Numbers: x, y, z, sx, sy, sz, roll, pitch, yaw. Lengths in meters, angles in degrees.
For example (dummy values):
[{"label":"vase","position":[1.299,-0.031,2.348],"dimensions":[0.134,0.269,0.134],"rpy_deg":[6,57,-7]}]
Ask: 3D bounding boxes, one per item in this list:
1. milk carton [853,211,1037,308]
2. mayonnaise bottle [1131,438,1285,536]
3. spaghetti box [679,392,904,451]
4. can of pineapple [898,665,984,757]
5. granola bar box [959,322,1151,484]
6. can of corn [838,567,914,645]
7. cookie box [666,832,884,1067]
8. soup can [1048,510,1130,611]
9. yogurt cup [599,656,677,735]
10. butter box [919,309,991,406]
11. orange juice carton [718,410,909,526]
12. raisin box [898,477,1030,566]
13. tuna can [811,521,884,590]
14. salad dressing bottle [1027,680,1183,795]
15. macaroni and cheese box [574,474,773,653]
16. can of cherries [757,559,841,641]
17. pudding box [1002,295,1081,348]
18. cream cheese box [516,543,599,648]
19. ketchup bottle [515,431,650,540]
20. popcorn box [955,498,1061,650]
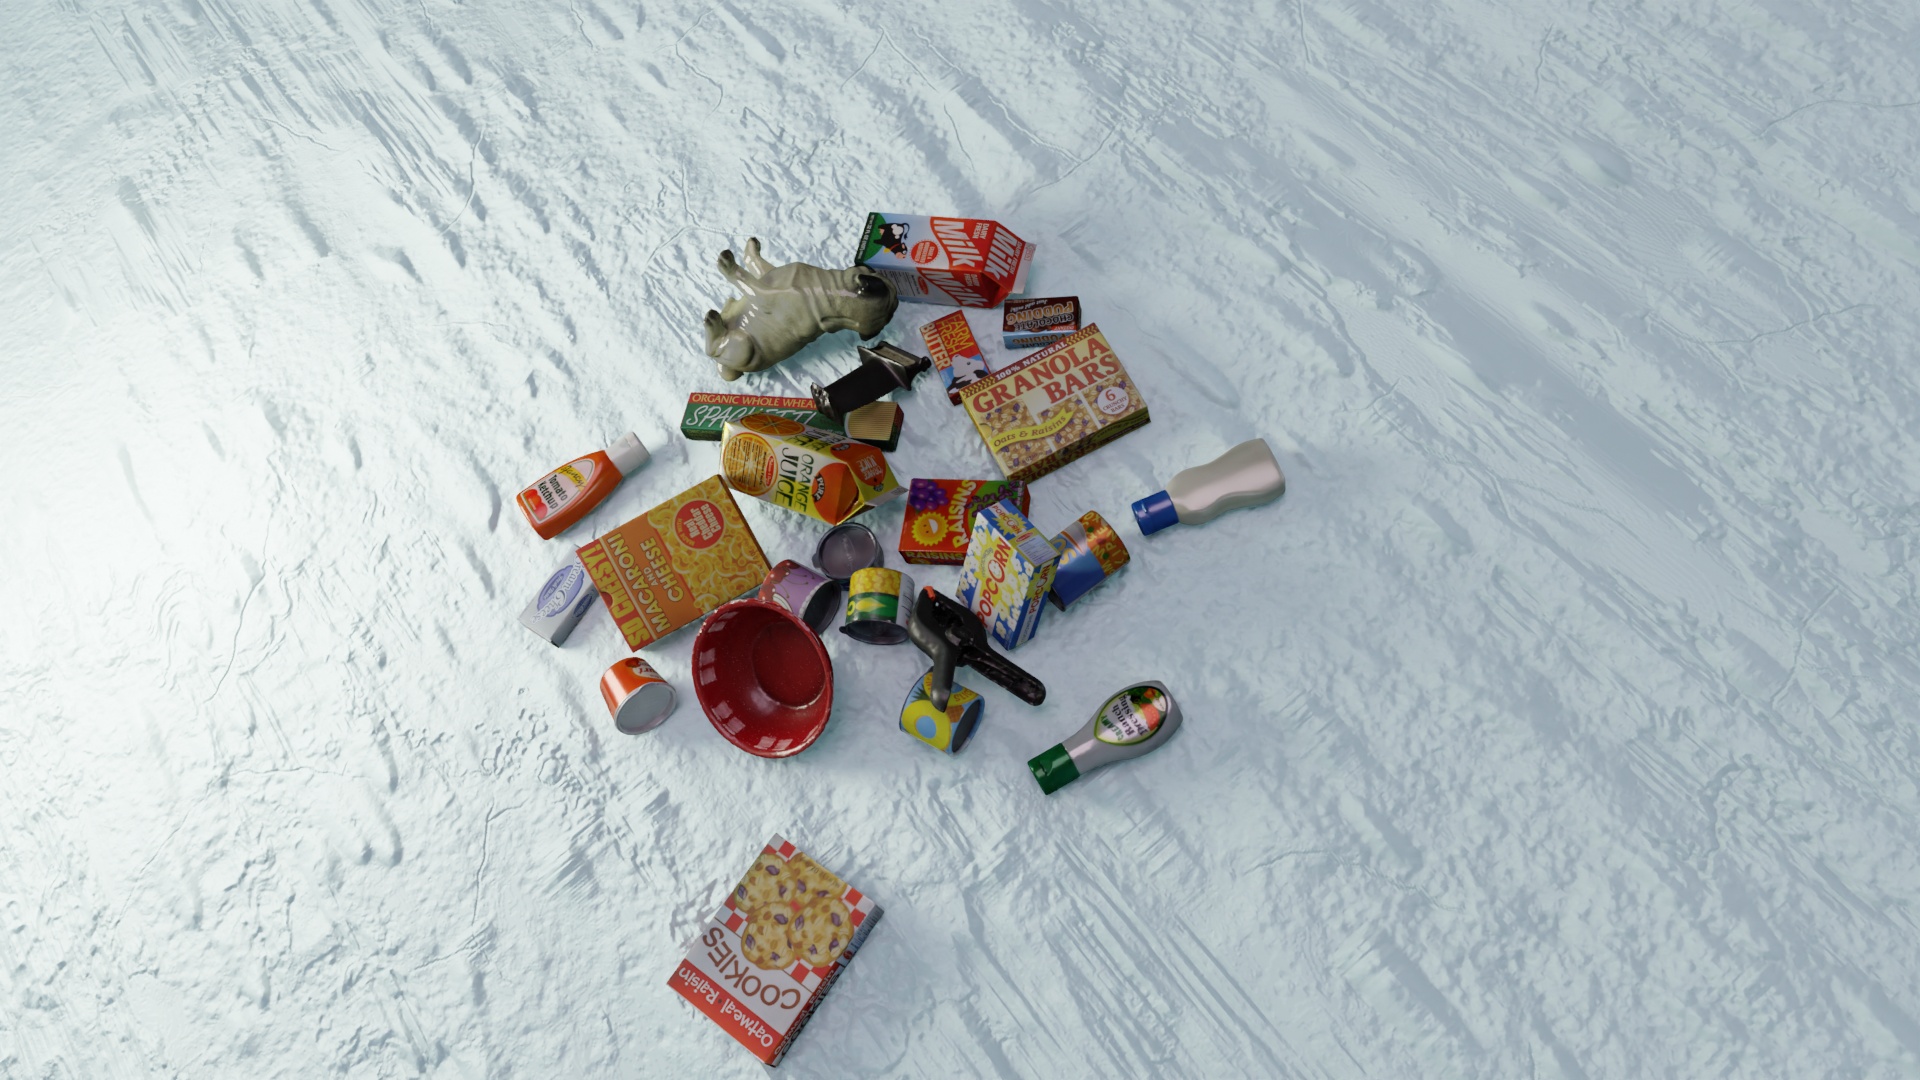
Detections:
[{"label":"milk carton","position":[-0.014,-0.313,1.558],"dimensions":[0.190,0.073,0.072],"rpy_deg":[8,66,16]},{"label":"mayonnaise bottle","position":[0.246,-0.048,1.389],"dimensions":[0.148,0.041,0.065],"rpy_deg":[-22,60,3]},{"label":"spaghetti box","position":[-0.188,-0.131,1.533],"dimensions":[0.250,0.028,0.050],"rpy_deg":[4,65,14]},{"label":"can of pineapple","position":[-0.017,0.164,1.327],"dimensions":[0.058,0.070,0.071],"rpy_deg":[24,72,21]},{"label":"granola bar box","position":[0.099,-0.143,1.468],"dimensions":[0.166,0.039,0.124],"rpy_deg":[-27,61,-2]},{"label":"can of corn","position":[-0.083,0.066,1.391],"dimensions":[0.071,0.071,0.058],"rpy_deg":[-1,64,12]},{"label":"cookie box","position":[-0.169,0.374,1.274],"dimensions":[0.123,0.040,0.168],"rpy_deg":[29,73,24]},{"label":"soup can","position":[0.114,0.017,1.368],"dimensions":[0.084,0.071,0.071],"rpy_deg":[-36,62,-7]},{"label":"yogurt cup","position":[-0.329,0.155,1.405],"dimensions":[0.072,0.072,0.054],"rpy_deg":[-40,55,-8]},{"label":"butter box","position":[-0.004,-0.202,1.529],"dimensions":[0.053,0.024,0.104],"rpy_deg":[-23,62,1]},{"label":"orange juice carton","position":[-0.153,-0.072,1.456],"dimensions":[0.193,0.072,0.072],"rpy_deg":[19,112,20]},{"label":"raisin box","position":[0.005,-0.018,1.428],"dimensions":[0.123,0.040,0.086],"rpy_deg":[2,66,14]},{"label":"tuna can","position":[-0.116,0.018,1.441],"dimensions":[0.071,0.032,0.071],"rpy_deg":[-5,63,10]},{"label":"salad dressing bottle","position":[0.134,0.186,1.296],"dimensions":[0.148,0.044,0.064],"rpy_deg":[-30,61,-3]},{"label":"macaroni and cheese box","position":[-0.295,0.023,1.443],"dimensions":[0.166,0.040,0.123],"rpy_deg":[-29,92,-2]},{"label":"can of cherries","position":[-0.165,0.061,1.411],"dimensions":[0.058,0.071,0.071],"rpy_deg":[26,73,23]},{"label":"pudding box","position":[0.089,-0.238,1.523],"dimensions":[0.084,0.030,0.050],"rpy_deg":[-1,65,12]},{"label":"cream cheese box","position":[-0.424,0.059,1.494],"dimensions":[0.053,0.024,0.104],"rpy_deg":[27,73,23]},{"label":"ketchup bottle","position":[-0.416,-0.065,1.543],"dimensions":[0.149,0.043,0.065],"rpy_deg":[-35,62,-6]},{"label":"popcorn box","position":[0.045,0.035,1.345],"dimensions":[0.038,0.126,0.085],"rpy_deg":[-24,56,-32]}]
